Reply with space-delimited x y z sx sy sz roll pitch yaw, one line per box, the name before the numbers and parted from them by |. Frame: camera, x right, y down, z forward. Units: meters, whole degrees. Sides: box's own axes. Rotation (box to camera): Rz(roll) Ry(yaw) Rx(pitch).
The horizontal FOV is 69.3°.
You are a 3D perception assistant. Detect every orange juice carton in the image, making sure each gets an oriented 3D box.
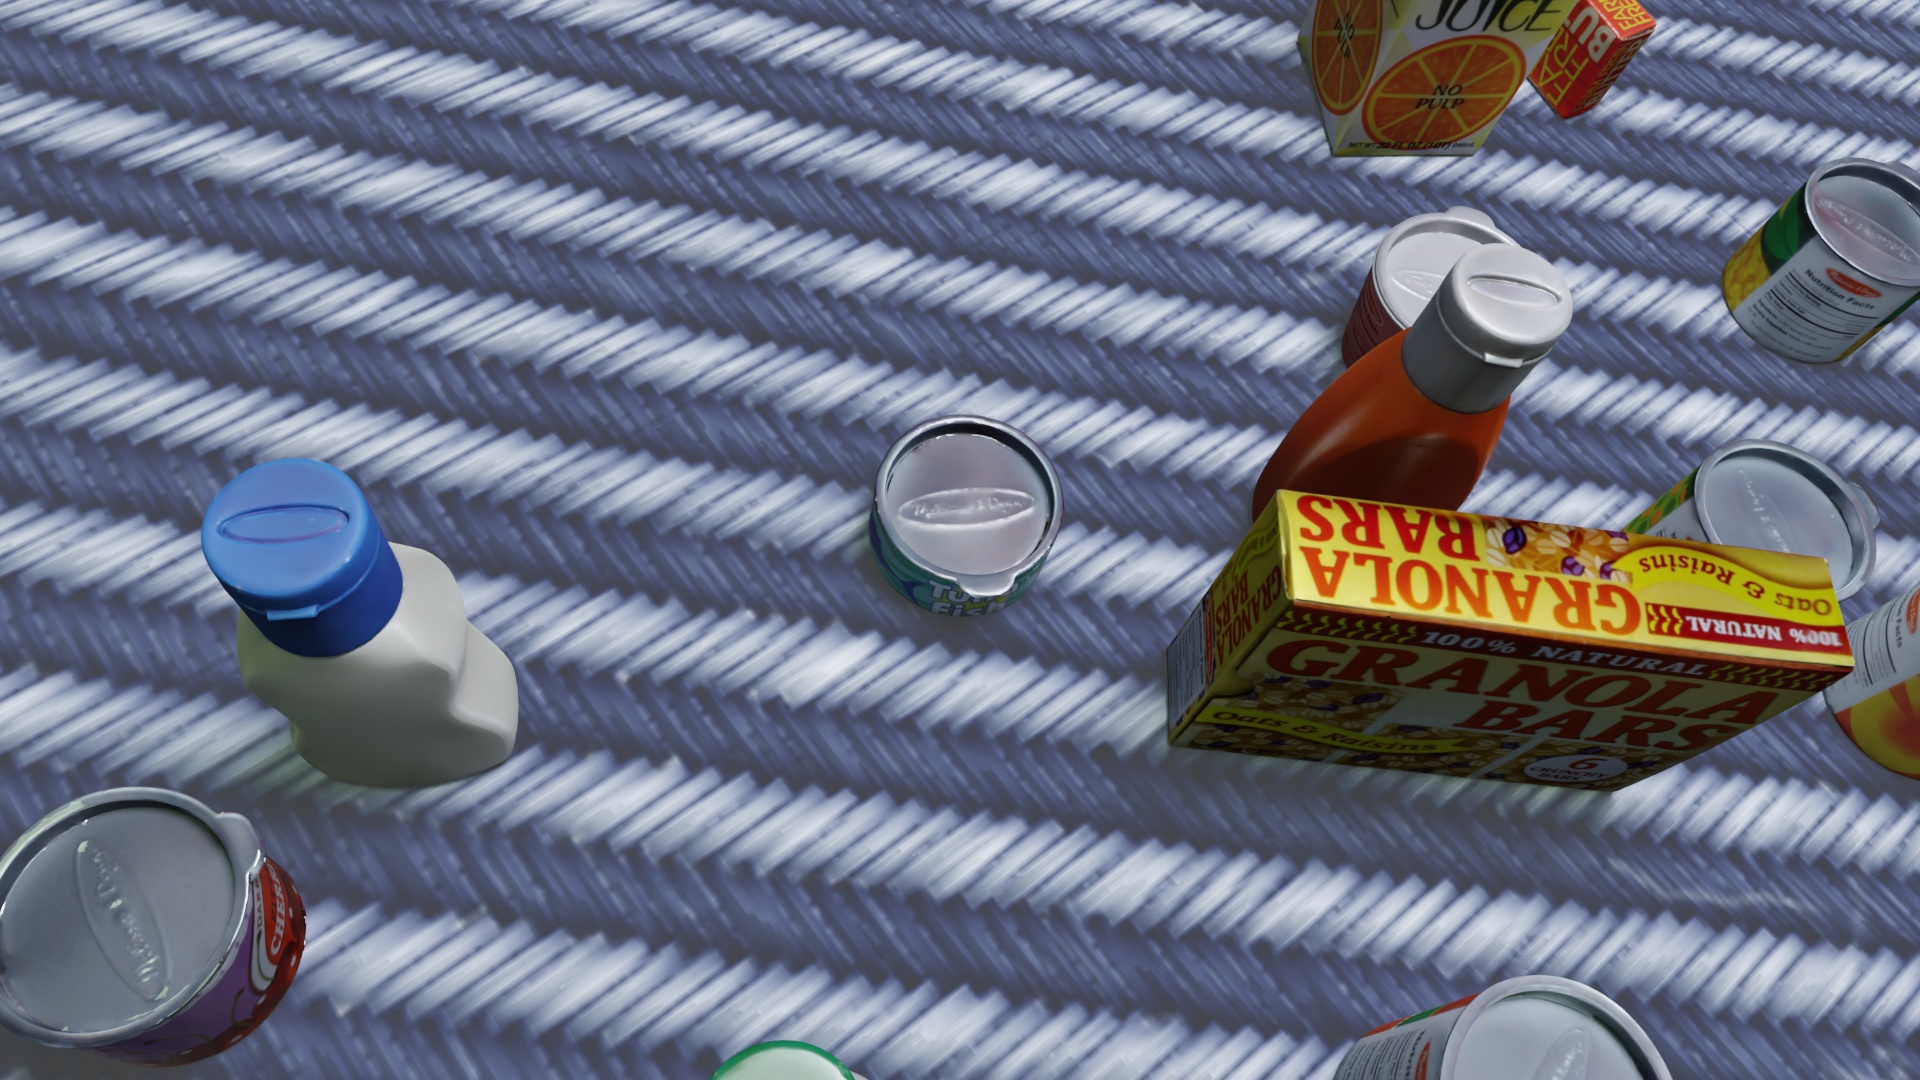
orange juice carton | 0.207 -0.245 0.551 0.072 0.191 0.073 -3 64 -10

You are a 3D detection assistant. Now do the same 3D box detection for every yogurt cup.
yogurt cup | 0.185 -0.085 0.545 0.072 0.053 0.072 4 63 -7

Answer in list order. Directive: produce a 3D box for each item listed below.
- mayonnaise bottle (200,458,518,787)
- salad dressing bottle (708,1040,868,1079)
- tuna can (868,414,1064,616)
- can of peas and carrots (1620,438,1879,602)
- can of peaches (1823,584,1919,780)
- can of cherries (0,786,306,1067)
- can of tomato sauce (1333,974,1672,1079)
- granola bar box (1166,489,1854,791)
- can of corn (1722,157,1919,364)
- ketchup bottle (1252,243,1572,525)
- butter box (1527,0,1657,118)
mayonnaise bottle | -0.163 0.028 0.380 0.065 0.147 0.041 -5 64 -11
salad dressing bottle | -0.044 0.149 0.337 0.064 0.147 0.044 -10 65 -13
tuna can | 0.002 -0.006 0.488 0.071 0.032 0.071 4 63 -7
can of peas and carrots | 0.287 0.004 0.511 0.071 0.058 0.071 4 63 -7
can of peaches | 0.362 0.049 0.500 0.071 0.057 0.071 4 63 -7
can of cherries | -0.220 0.107 0.382 0.071 0.058 0.072 4 63 -7
can of tomato sauce | 0.153 0.165 0.395 0.071 0.082 0.071 4 63 -7
granola bar box | 0.161 0.038 0.438 0.166 0.123 0.039 7 63 -5
can of corn | 0.371 -0.119 0.587 0.071 0.058 0.071 4 63 -7
ketchup bottle | 0.149 -0.038 0.461 0.065 0.148 0.044 10 63 -3
butter box | 0.270 -0.251 0.643 0.024 0.053 0.104 -21 68 -18
